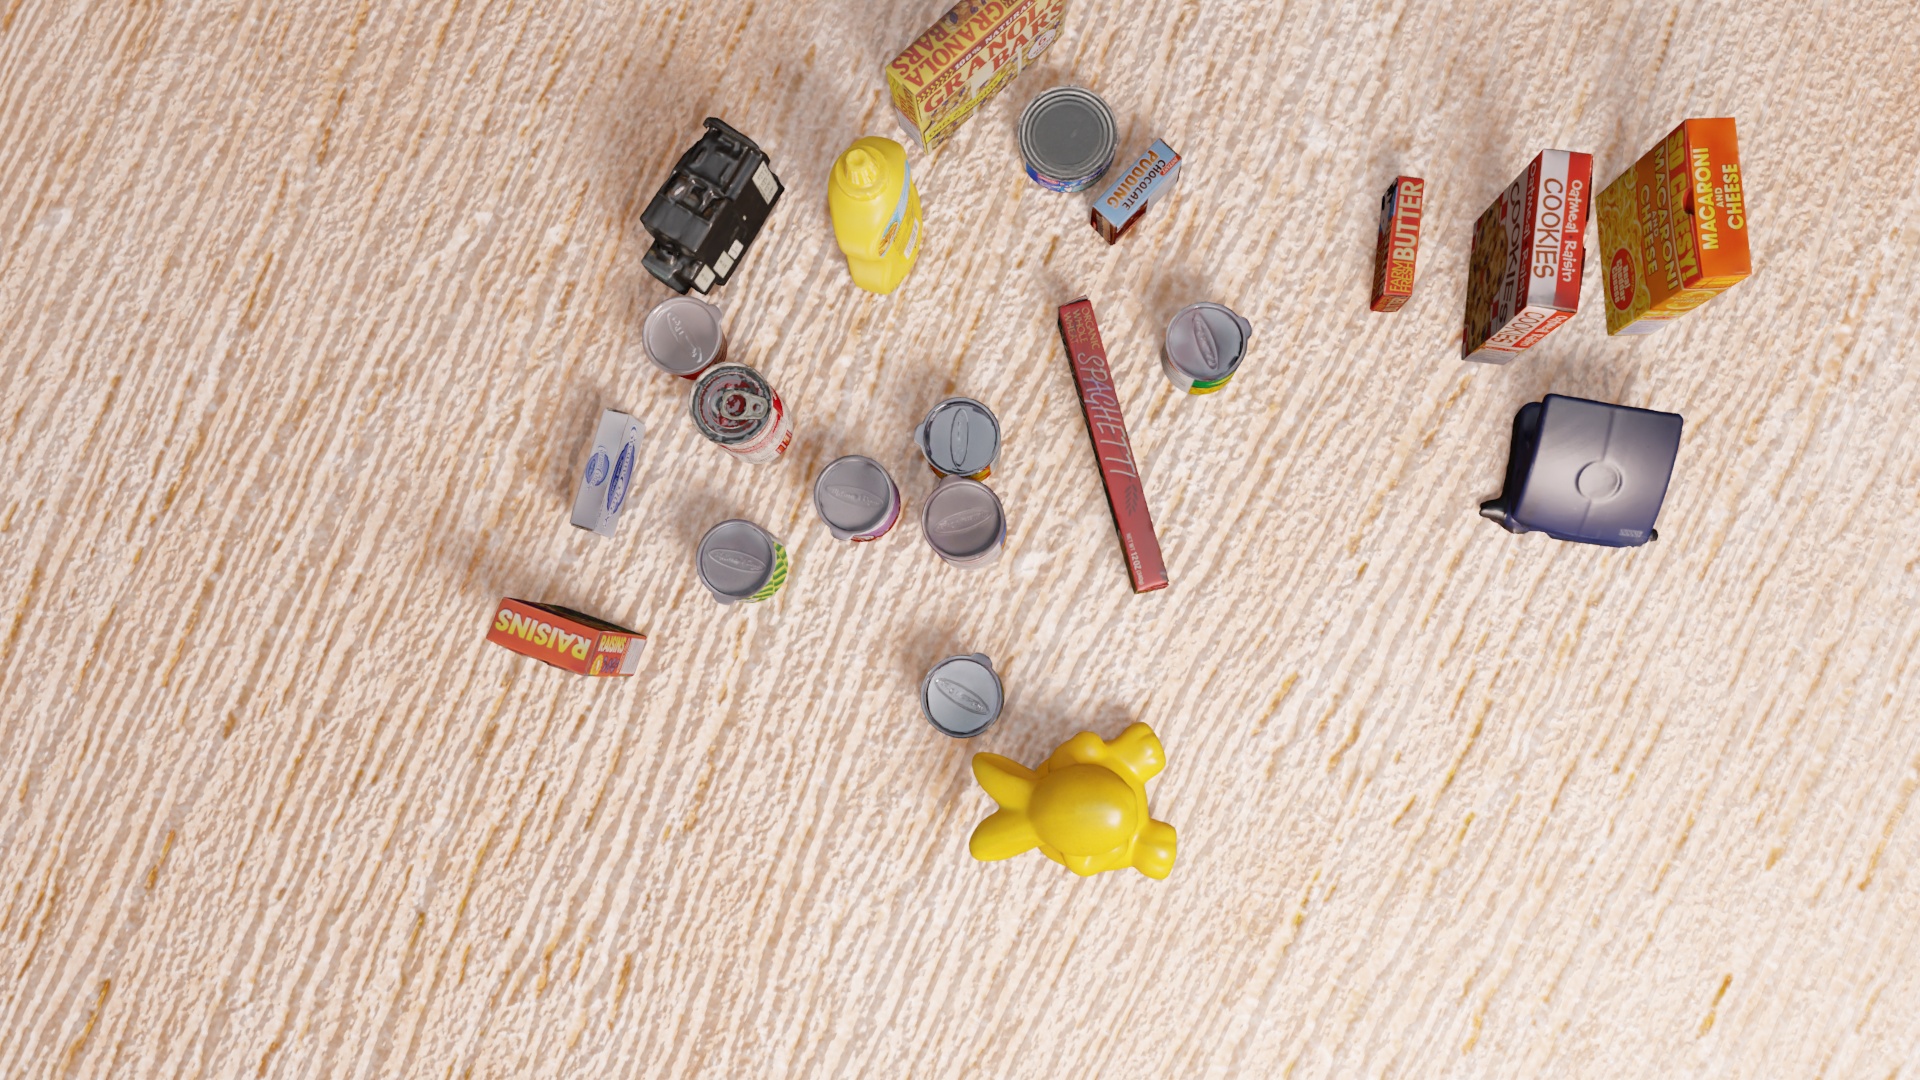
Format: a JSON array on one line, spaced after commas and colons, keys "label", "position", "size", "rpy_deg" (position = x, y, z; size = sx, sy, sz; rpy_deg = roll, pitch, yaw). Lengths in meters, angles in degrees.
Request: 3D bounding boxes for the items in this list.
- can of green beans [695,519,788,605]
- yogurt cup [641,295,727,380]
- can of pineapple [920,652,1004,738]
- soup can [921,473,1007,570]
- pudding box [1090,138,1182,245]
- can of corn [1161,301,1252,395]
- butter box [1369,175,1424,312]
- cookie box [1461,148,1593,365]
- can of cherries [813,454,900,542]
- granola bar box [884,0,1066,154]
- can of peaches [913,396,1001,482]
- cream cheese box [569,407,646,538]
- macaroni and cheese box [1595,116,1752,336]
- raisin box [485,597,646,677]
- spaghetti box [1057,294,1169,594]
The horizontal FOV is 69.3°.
[{"label": "can of green beans", "position": [-0.180, 0.018, 1.153], "size": [0.071, 0.058, 0.071], "rpy_deg": [0, 83, 3]}, {"label": "yogurt cup", "position": [-0.231, -0.168, 1.181], "size": [0.072, 0.054, 0.072], "rpy_deg": [0, 83, 3]}, {"label": "can of pineapple", "position": [0.004, 0.126, 1.129], "size": [0.071, 0.058, 0.071], "rpy_deg": [0, 83, 3]}, {"label": "soup can", "position": [0.004, -0.014, 1.133], "size": [0.071, 0.083, 0.071], "rpy_deg": [0, 83, 3]}, {"label": "pudding box", "position": [0.149, -0.294, 1.177], "size": [0.030, 0.049, 0.084], "rpy_deg": [44, 87, 7]}, {"label": "can of corn", "position": [0.204, -0.159, 1.153], "size": [0.071, 0.058, 0.071], "rpy_deg": [0, 83, 3]}, {"label": "butter box", "position": [0.363, -0.245, 1.157], "size": [0.024, 0.053, 0.103], "rpy_deg": [8, 84, 4]}, {"label": "cookie box", "position": [0.443, -0.217, 1.091], "size": [0.040, 0.167, 0.123], "rpy_deg": [7, 84, 4]}, {"label": "can of cherries", "position": [-0.086, -0.031, 1.153], "size": [0.071, 0.058, 0.071], "rpy_deg": [0, 83, 3]}, {"label": "granola bar box", "position": [0.017, -0.410, 1.161], "size": [0.165, 0.124, 0.039], "rpy_deg": [-42, 83, -2]}, {"label": "can of peaches", "position": [-0.001, -0.081, 1.155], "size": [0.071, 0.058, 0.071], "rpy_deg": [0, 83, 3]}, {"label": "cream cheese box", "position": [-0.296, -0.056, 1.171], "size": [0.024, 0.053, 0.104], "rpy_deg": [15, 84, 5]}, {"label": "macaroni and cheese box", "position": [0.553, -0.240, 1.088], "size": [0.040, 0.166, 0.124], "rpy_deg": [-3, 83, 3]}, {"label": "raisin box", "position": [-0.315, 0.080, 1.120], "size": [0.086, 0.123, 0.040], "rpy_deg": [19, 85, 5]}, {"label": "spaghetti box", "position": [0.125, -0.078, 1.151], "size": [0.029, 0.050, 0.250], "rpy_deg": [-15, 82, 2]}]
